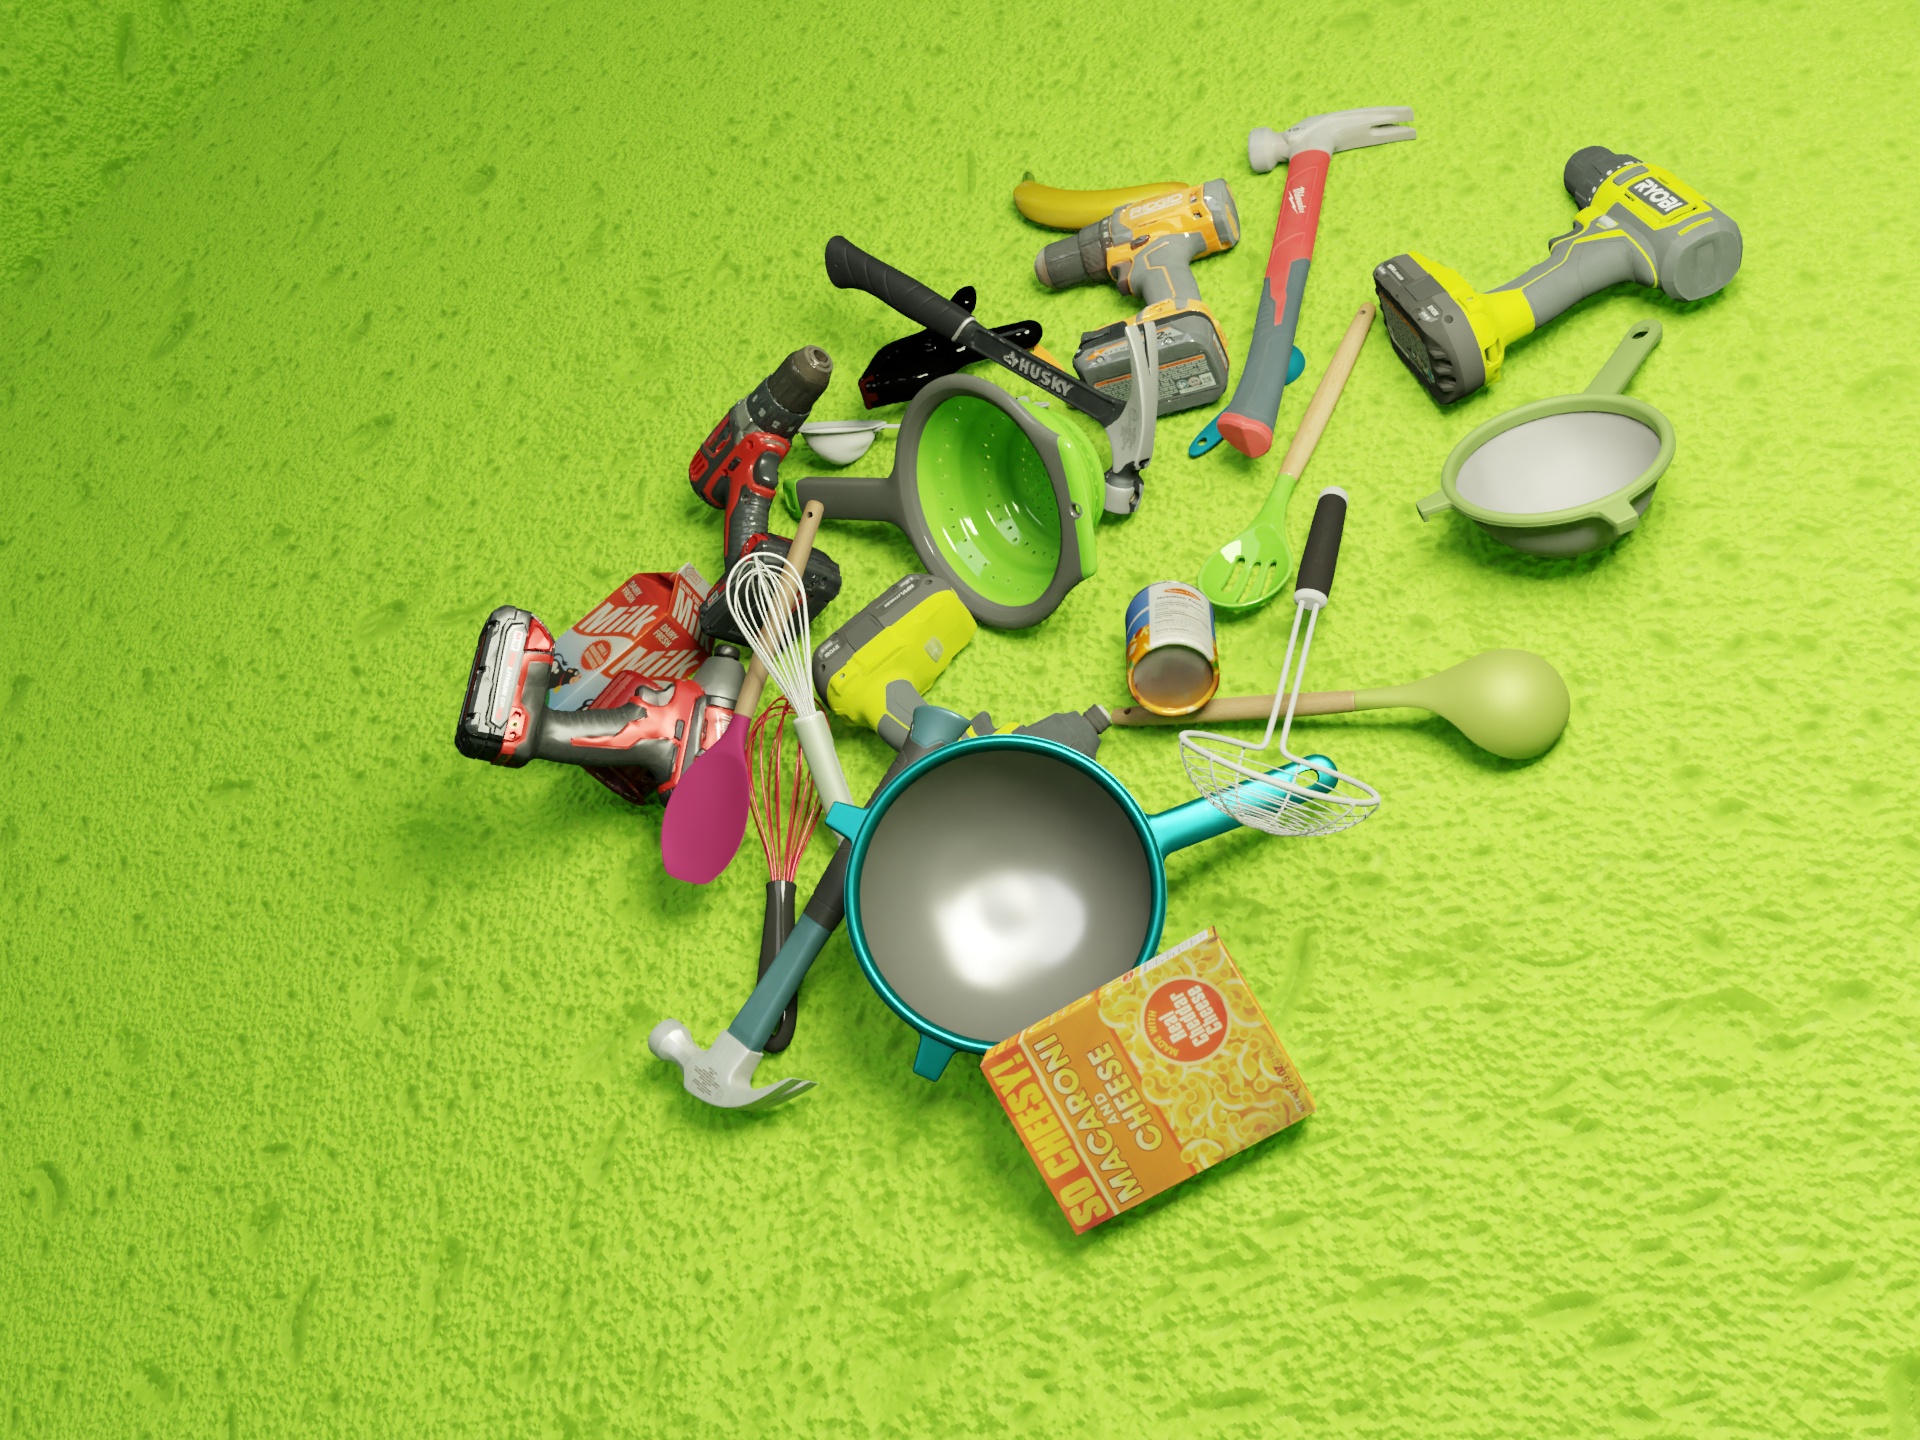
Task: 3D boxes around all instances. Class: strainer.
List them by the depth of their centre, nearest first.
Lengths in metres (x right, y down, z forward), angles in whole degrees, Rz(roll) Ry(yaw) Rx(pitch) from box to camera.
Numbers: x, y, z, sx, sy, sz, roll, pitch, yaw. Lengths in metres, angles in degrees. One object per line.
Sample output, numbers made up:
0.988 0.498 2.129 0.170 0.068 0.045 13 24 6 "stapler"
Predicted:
0.090 0.099 1.081 0.340 0.095 0.211 -20 77 -3 "strainer"
0.442 -0.191 1.118 0.151 0.069 0.256 11 47 42 "strainer"
-0.045 -0.262 1.421 0.258 0.050 0.087 -5 16 18 "strainer"

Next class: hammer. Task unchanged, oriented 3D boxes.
-0.095 0.131 1.136 0.128 0.033 0.331 32 90 34 "hammer"
0.282 -0.367 1.301 0.143 0.038 0.387 0 54 25 "hammer"
0.015 -0.326 1.340 0.036 0.149 0.409 -21 45 -37 "hammer"

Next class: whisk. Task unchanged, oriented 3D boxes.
-0.118 -0.010 1.209 0.059 0.058 0.246 -20 93 -12 "whisk"
-0.136 0.108 1.217 0.073 0.073 0.296 -11 61 21 "whisk"

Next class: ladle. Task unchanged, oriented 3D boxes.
0.254 -0.005 1.105 0.320 0.062 0.078 -4 55 33 "ladle"

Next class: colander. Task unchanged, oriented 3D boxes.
-0.006 -0.192 1.319 0.094 0.204 0.397 -26 23 -35 "colander"

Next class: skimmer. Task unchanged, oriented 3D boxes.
0.233 -0.060 1.063 0.127 0.090 0.363 17 49 6 "skimmer"

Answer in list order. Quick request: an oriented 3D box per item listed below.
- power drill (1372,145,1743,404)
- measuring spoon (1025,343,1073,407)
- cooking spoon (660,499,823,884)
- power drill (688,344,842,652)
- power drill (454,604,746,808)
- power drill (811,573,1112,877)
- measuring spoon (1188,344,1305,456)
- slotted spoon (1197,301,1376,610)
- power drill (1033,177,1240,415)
0.437 -0.347 1.202 0.228 0.080 0.191 -25 41 7 "power drill"
0.081 -0.306 1.405 0.021 0.011 0.117 -30 47 -4 "measuring spoon"
-0.161 -0.026 1.239 0.069 0.017 0.319 13 76 18 "cooking spoon"
-0.161 -0.193 1.359 0.188 0.080 0.227 -40 48 39 "power drill"
-0.271 -0.012 1.248 0.078 0.219 0.143 -24 54 63 "power drill"
-0.002 -0.004 1.209 0.171 0.080 0.223 -39 54 0 "power drill"
0.228 -0.264 1.291 0.128 0.021 0.042 -45 50 -8 "measuring spoon"
0.265 -0.206 1.234 0.070 0.031 0.314 13 65 33 "slotted spoon"
0.145 -0.360 1.364 0.185 0.084 0.226 -11 52 24 "power drill"
